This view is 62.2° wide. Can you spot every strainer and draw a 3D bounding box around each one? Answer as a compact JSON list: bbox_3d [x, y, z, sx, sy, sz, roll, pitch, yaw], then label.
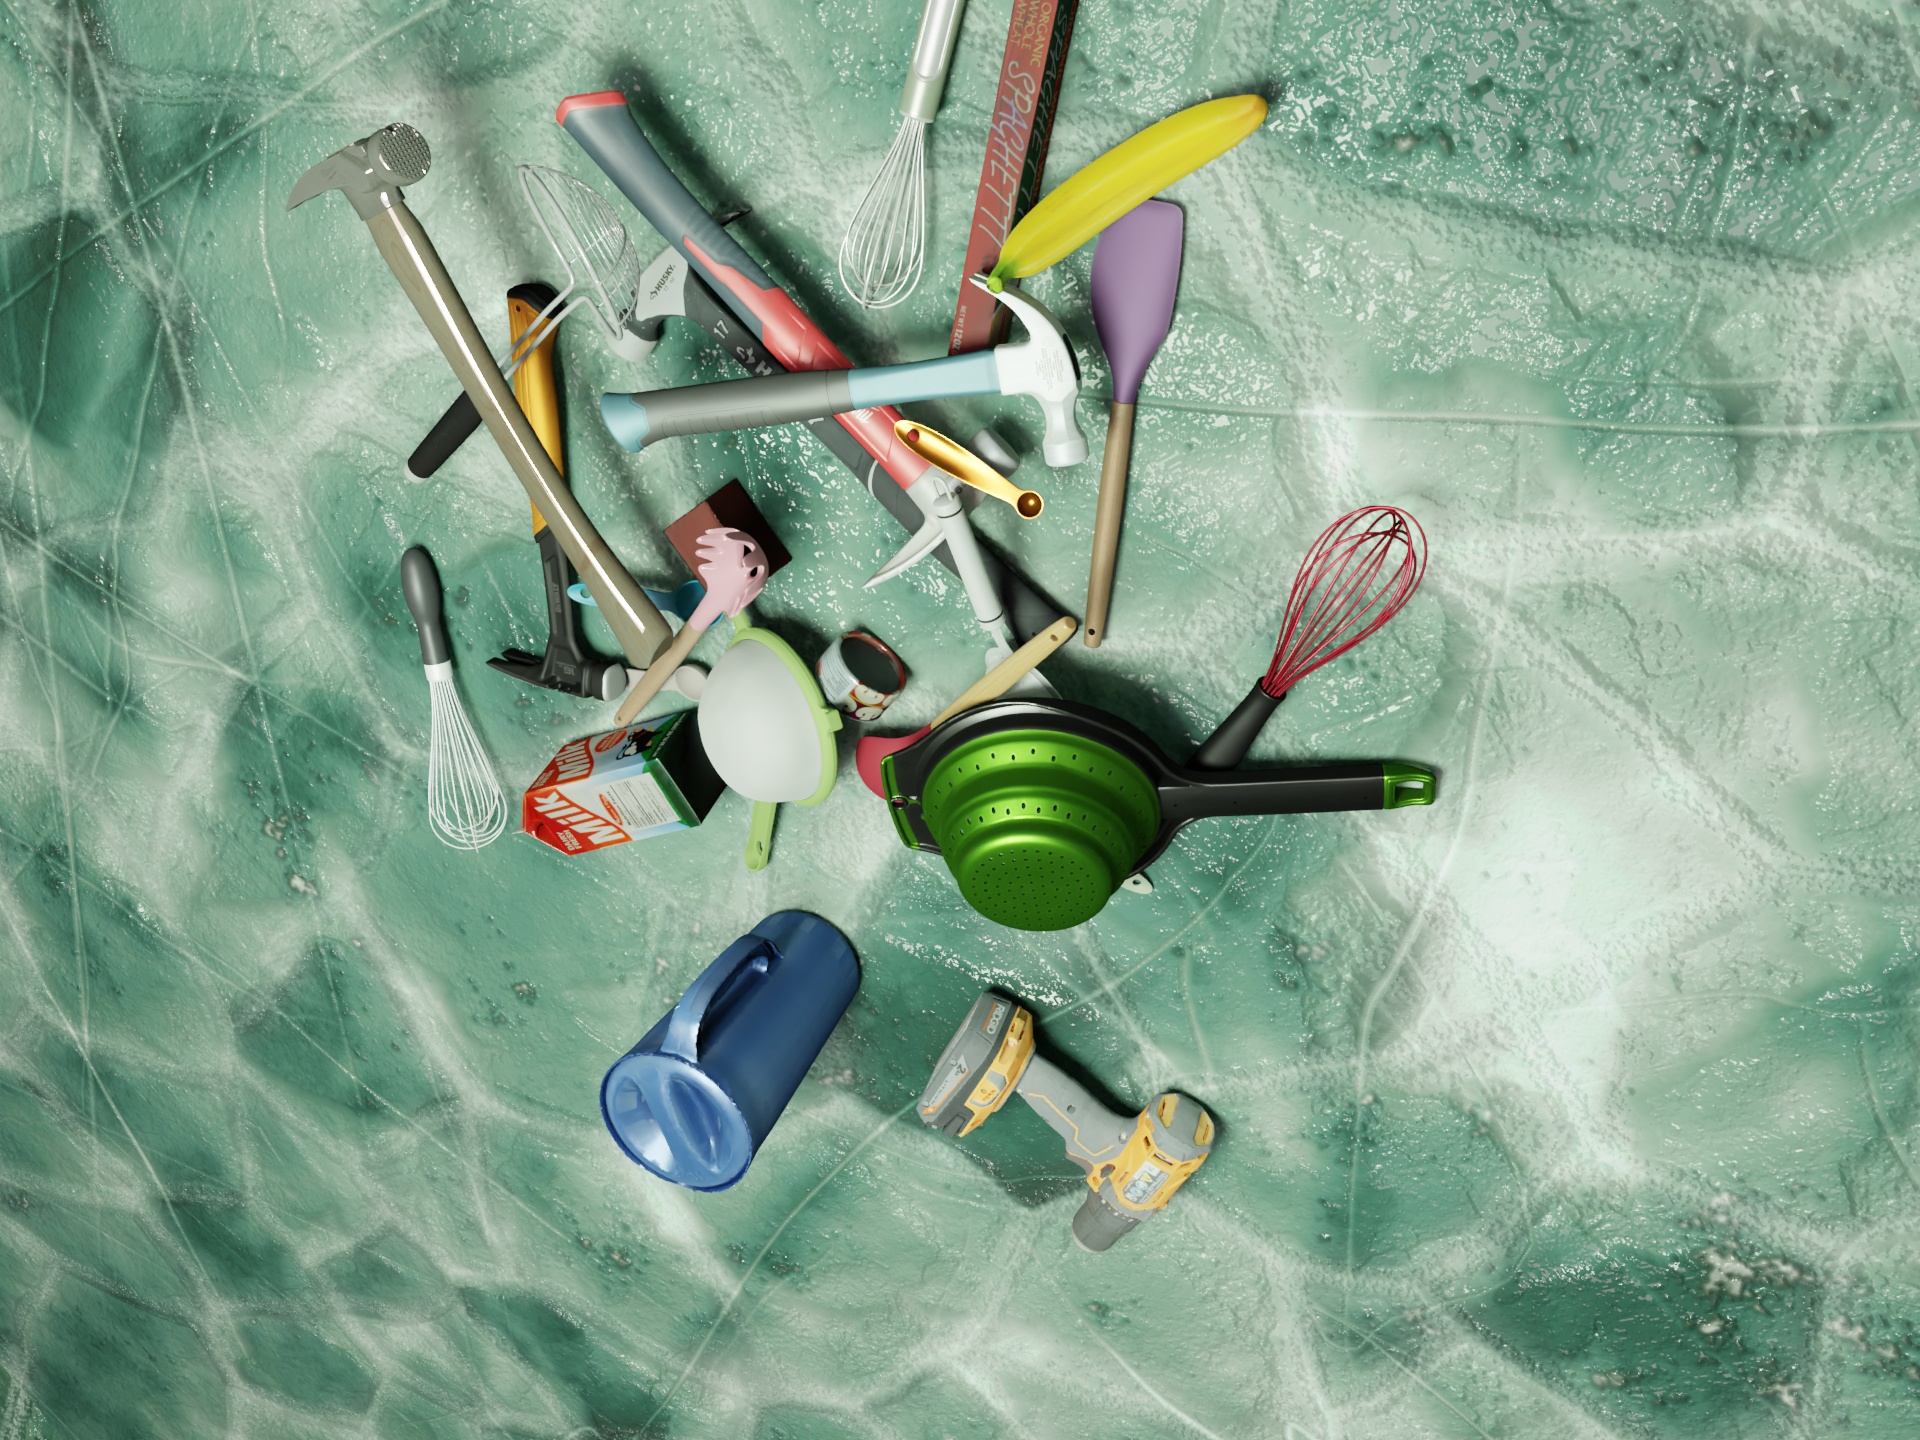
[{"bbox_3d":[-0.174,0.044,1.280,0.152,0.069,0.256,46,141,29],"label":"strainer"},{"bbox_3d":[0.023,-0.066,1.136,0.087,0.050,0.258,25,147,46],"label":"strainer"}]

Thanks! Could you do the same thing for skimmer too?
[{"bbox_3d":[-0.345,-0.265,1.160,0.363,0.090,0.127,-31,91,41],"label":"skimmer"}]

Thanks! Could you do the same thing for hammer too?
[{"bbox_3d":[-0.072,-0.196,1.159,0.409,0.036,0.149,43,123,-3],"label":"hammer"},{"bbox_3d":[-0.141,-0.269,1.099,0.143,0.038,0.386,-42,97,17],"label":"hammer"},{"bbox_3d":[-0.084,-0.218,1.063,0.331,0.033,0.128,-4,110,15],"label":"hammer"},{"bbox_3d":[-0.330,-0.212,1.143,0.146,0.038,0.410,-1,126,43],"label":"hammer"},{"bbox_3d":[-0.337,-0.180,1.278,0.127,0.034,0.336,14,119,22],"label":"hammer"}]

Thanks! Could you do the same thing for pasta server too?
[{"bbox_3d":[-0.220,-0.061,1.241,0.060,0.040,0.316,57,141,6],"label":"pasta server"}]

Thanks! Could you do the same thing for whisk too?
[{"bbox_3d":[0.225,-0.036,1.102,0.073,0.073,0.295,34,130,4],"label":"whisk"},{"bbox_3d":[-0.031,-0.386,1.036,0.058,0.059,0.246,18,117,0],"label":"whisk"},{"bbox_3d":[-0.454,-0.014,1.406,0.070,0.070,0.284,3,111,22],"label":"whisk"}]

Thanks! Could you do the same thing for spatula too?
[{"bbox_3d":[0.106,-0.195,1.091,0.060,0.018,0.315,15,119,19],"label":"spatula"}]

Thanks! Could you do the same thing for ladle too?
[{"bbox_3d":[-0.002,-0.004,1.167,0.069,0.031,0.315,44,143,-5],"label":"ladle"}]

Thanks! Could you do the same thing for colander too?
[{"bbox_3d":[0.136,0.081,1.131,0.397,0.095,0.204,-3,135,11],"label":"colander"}]

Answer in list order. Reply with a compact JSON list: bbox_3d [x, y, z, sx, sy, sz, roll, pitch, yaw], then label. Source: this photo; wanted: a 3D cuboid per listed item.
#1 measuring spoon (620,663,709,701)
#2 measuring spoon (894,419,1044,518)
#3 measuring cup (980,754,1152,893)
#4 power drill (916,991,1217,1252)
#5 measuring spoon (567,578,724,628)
[{"bbox_3d":[-0.257,-0.037,1.335,0.124,0.018,0.034,5,125,29],"label":"measuring spoon"},{"bbox_3d":[0.006,-0.172,1.083,0.117,0.011,0.021,31,107,2],"label":"measuring spoon"},{"bbox_3d":[0.084,0.082,1.240,0.167,0.038,0.083,33,127,-15],"label":"measuring cup"},{"bbox_3d":[0.079,0.351,1.351,0.226,0.084,0.185,30,125,2],"label":"power drill"},{"bbox_3d":[-0.250,-0.101,1.276,0.128,0.021,0.042,6,117,3],"label":"measuring spoon"}]
